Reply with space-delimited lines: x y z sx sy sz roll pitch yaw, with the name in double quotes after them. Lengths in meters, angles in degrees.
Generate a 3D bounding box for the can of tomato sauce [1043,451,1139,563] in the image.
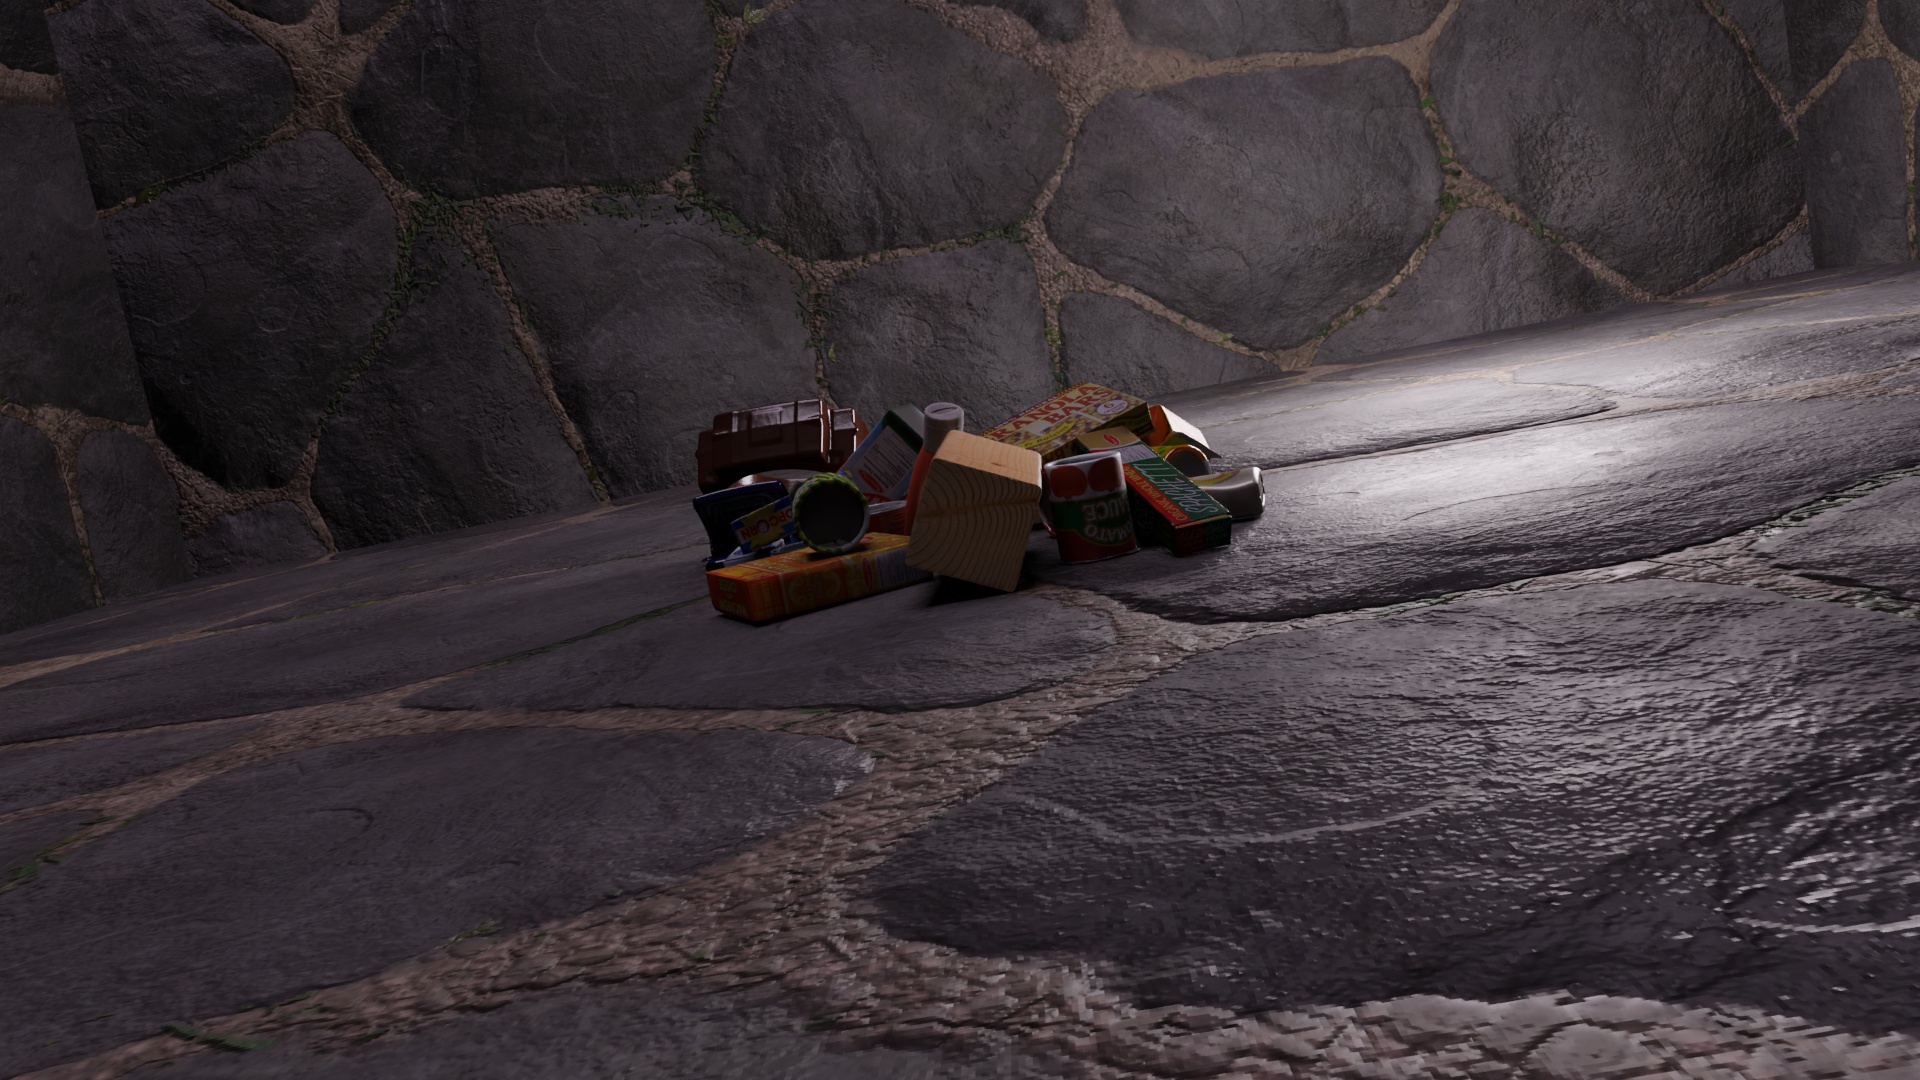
0.110 -0.028 1.165 0.071 0.083 0.071 -11 8 2 "can of tomato sauce"

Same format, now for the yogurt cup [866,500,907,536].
-0.082 -0.008 1.400 0.072 0.054 0.072 -11 7 1 "yogurt cup"

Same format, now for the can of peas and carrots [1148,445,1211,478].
0.195 -0.057 1.322 0.071 0.071 0.058 -15 9 -31 "can of peas and carrots"

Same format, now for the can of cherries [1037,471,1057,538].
0.110 -0.040 1.314 0.058 0.071 0.071 -14 8 -19 "can of cherries"

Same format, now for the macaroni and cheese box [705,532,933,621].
-0.126 0.031 1.228 0.167 0.040 0.123 -14 9 -26 "macaroni and cheese box"

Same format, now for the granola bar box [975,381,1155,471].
0.100 -0.108 1.453 0.166 0.039 0.124 -28 27 -20 "granola bar box"

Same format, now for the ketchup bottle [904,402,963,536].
-0.019 -0.056 1.311 0.065 0.148 0.043 -15 36 -28 "ketchup bottle"

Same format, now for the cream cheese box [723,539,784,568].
-0.222 0.020 1.507 0.053 0.024 0.104 -10 8 1 "cream cheese box"

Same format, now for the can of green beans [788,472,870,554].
-0.114 -0.024 1.210 0.071 0.071 0.058 -12 9 -7 "can of green beans"

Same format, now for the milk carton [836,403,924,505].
-0.098 -0.055 1.525 0.190 0.073 0.072 -48 -6 19 "milk carton"

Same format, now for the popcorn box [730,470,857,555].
-0.169 -0.031 1.446 0.127 0.038 0.085 -25 4 4 "popcorn box"

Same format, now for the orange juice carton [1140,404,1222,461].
0.191 -0.098 1.515 0.072 0.073 0.192 27 -18 -36 "orange juice carton"

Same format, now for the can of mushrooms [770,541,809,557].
-0.151 0.019 1.380 0.071 0.033 0.071 -11 7 1 "can of mushrooms"

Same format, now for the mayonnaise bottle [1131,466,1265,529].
0.195 -0.034 1.241 0.148 0.041 0.065 -8 13 17 "mayonnaise bottle"

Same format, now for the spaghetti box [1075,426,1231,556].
0.161 -0.047 1.196 0.050 0.028 0.251 -12 24 -10 "spaghetti box"
